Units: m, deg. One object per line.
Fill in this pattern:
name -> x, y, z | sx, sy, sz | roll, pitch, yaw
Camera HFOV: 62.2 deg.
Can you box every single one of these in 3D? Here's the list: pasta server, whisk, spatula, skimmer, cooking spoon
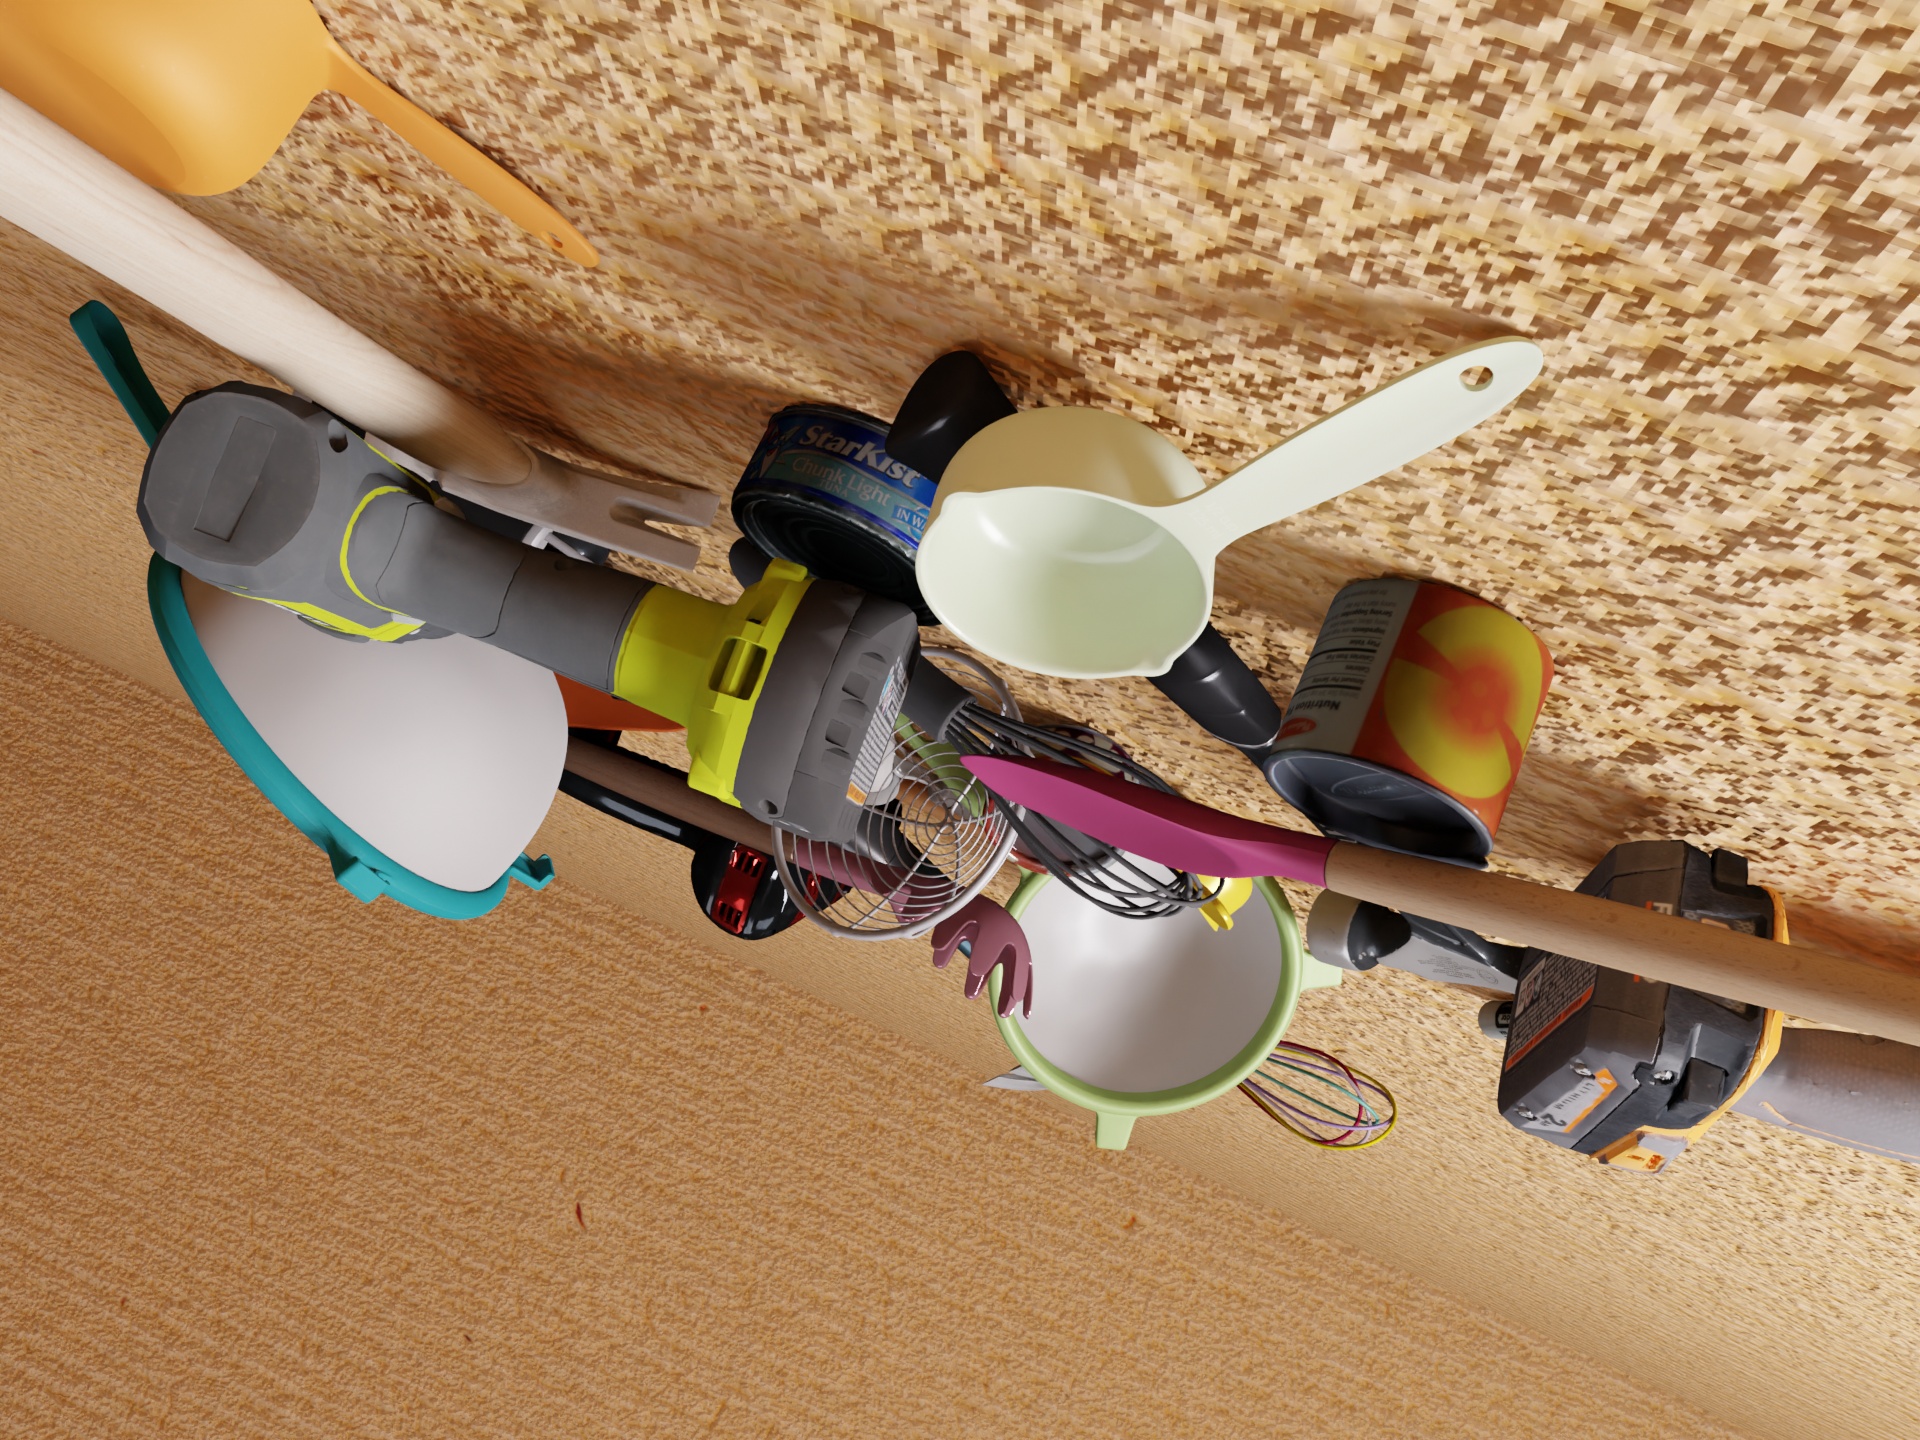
pasta server -> -0.099, 0.057, 0.738 | 0.316, 0.040, 0.060 | 20, 158, 25
whisk -> 0.000, -0.003, 0.606 | 0.239, 0.055, 0.055 | 38, 169, 19
spatula -> -0.059, 0.025, 0.850 | 0.322, 0.081, 0.041 | 26, 147, -19
skimmer -> -0.134, -0.044, 0.660 | 0.363, 0.127, 0.090 | 34, -179, 1
cooking spoon -> 0.131, 0.047, 0.452 | 0.319, 0.017, 0.068 | 13, 162, 37
whisk -> 0.143, 0.189, 0.917 | 0.245, 0.047, 0.051 | 17, 167, 48

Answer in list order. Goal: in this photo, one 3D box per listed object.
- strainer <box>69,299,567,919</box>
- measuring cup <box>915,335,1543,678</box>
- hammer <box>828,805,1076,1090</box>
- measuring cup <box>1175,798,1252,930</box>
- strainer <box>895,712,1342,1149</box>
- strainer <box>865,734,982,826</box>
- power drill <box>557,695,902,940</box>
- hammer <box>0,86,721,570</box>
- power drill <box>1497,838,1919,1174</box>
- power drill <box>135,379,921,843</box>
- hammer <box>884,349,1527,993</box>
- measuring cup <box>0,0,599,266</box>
strainer -> -0.279, -0.074, 0.714 | 0.340, 0.095, 0.211 | 55, -177, 8
measuring cup -> 0.061, -0.061, 0.384 | 0.167, 0.038, 0.083 | -24, 132, 39
hammer -> -0.037, 0.066, 0.801 | 0.330, 0.128, 0.033 | 43, 128, -17
measuring cup -> 0.105, 0.062, 0.655 | 0.062, 0.029, 0.156 | 54, -179, -1
strainer -> 0.053, 0.074, 0.772 | 0.256, 0.151, 0.069 | 49, -172, -11
strainer -> -0.012, 0.029, 0.800 | 0.258, 0.050, 0.087 | 30, -155, -37
power drill -> -0.149, 0.034, 0.893 | 0.227, 0.080, 0.188 | 26, -162, 14
hammer -> -0.202, -0.120, 0.452 | 0.146, 0.038, 0.410 | 18, 176, 13
power drill -> 0.300, 0.106, 0.479 | 0.226, 0.084, 0.185 | 16, 155, 9
power drill -> -0.134, -0.033, 0.547 | 0.228, 0.080, 0.190 | 20, 175, 2
hammer -> 0.110, 0.010, 0.557 | 0.149, 0.036, 0.408 | 8, 157, 45
measuring cup -> -0.185, -0.159, 0.430 | 0.173, 0.052, 0.095 | 33, 163, -17
